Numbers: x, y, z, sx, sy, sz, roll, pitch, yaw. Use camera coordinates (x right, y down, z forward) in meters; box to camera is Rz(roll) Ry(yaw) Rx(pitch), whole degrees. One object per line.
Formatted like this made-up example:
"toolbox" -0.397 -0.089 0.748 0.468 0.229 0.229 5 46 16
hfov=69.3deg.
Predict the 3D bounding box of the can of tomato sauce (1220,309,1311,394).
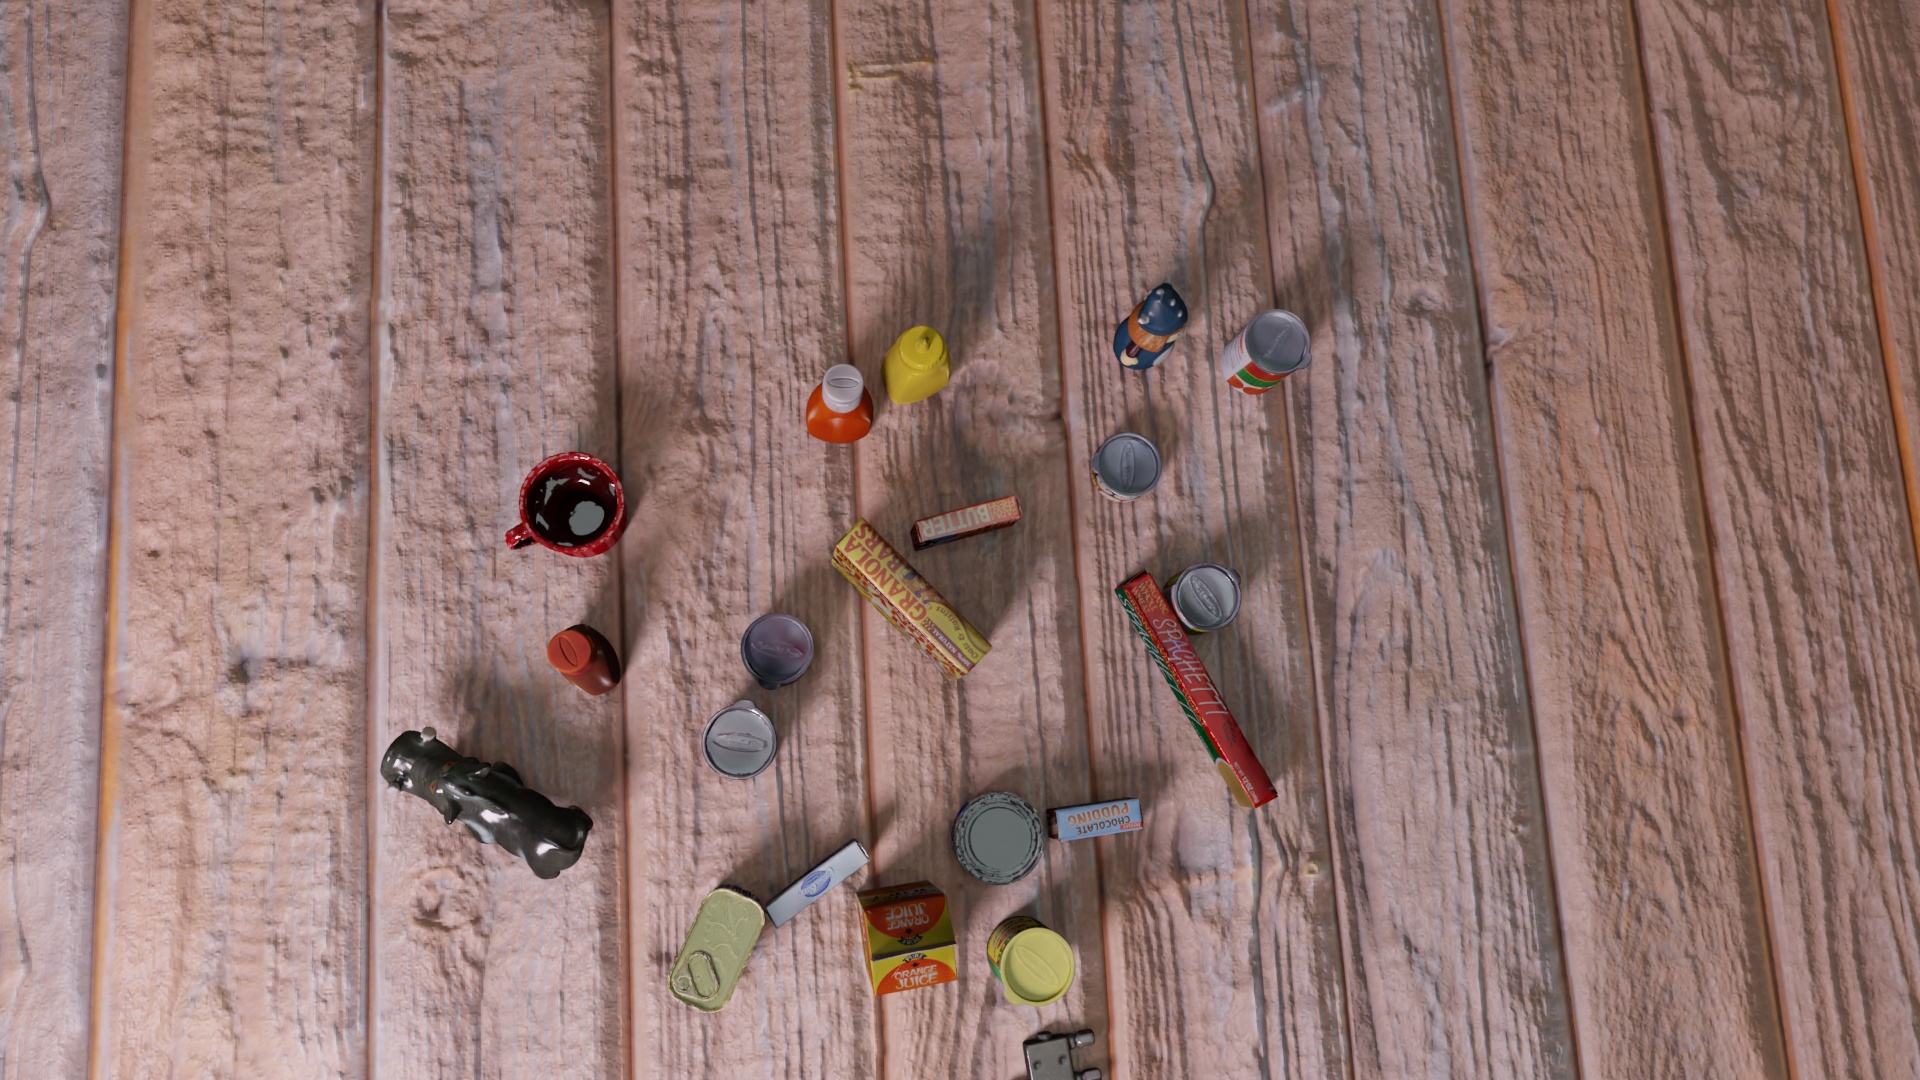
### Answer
"can of tomato sauce" 0.306 -0.187 1.392 0.071 0.083 0.071 1 81 -7

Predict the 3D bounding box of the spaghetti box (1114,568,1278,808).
"spaghetti box" 0.226 0.144 1.344 0.029 0.050 0.250 -29 85 -10

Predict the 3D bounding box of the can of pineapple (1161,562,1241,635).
"can of pineapple" 0.235 0.057 1.356 0.071 0.057 0.071 1 81 -7

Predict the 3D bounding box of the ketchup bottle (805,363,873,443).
"ketchup bottle" -0.112 -0.127 1.297 0.065 0.148 0.043 1 81 -7

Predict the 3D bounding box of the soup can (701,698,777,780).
"soup can" -0.199 0.182 1.268 0.071 0.083 0.071 1 81 -7

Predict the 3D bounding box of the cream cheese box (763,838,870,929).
"cream cheese box" -0.131 0.312 1.270 0.104 0.053 0.024 -35 87 -11

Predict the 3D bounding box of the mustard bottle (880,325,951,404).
"mustard bottle" -0.039 -0.170 1.307 0.065 0.160 0.049 -22 84 -10

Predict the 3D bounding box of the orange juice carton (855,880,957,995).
"orange juice carton" -0.048 0.344 1.204 0.072 0.192 0.073 -8 82 -8

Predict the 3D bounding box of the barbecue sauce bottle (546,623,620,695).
"barbecue sauce bottle" -0.335 0.103 1.231 0.044 0.148 0.065 -27 85 -10

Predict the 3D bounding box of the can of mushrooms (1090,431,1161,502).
"can of mushrooms" 0.162 -0.073 1.380 0.071 0.033 0.071 1 81 -7

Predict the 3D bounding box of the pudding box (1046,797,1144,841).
"pudding box" 0.126 0.263 1.312 0.084 0.049 0.030 -7 82 -8

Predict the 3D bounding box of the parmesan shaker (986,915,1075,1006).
"parmesan shaker" 0.060 0.380 1.257 0.071 0.103 0.071 1 81 -7

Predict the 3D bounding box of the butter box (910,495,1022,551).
"butter box" 0.005 -0.017 1.342 0.104 0.053 0.024 -15 83 -9

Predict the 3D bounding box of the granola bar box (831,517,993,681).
"granola bar box" -0.049 0.059 1.286 0.165 0.124 0.039 45 79 1

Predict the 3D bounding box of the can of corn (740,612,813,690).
"can of corn" -0.172 0.106 1.297 0.071 0.058 0.071 1 81 -7
